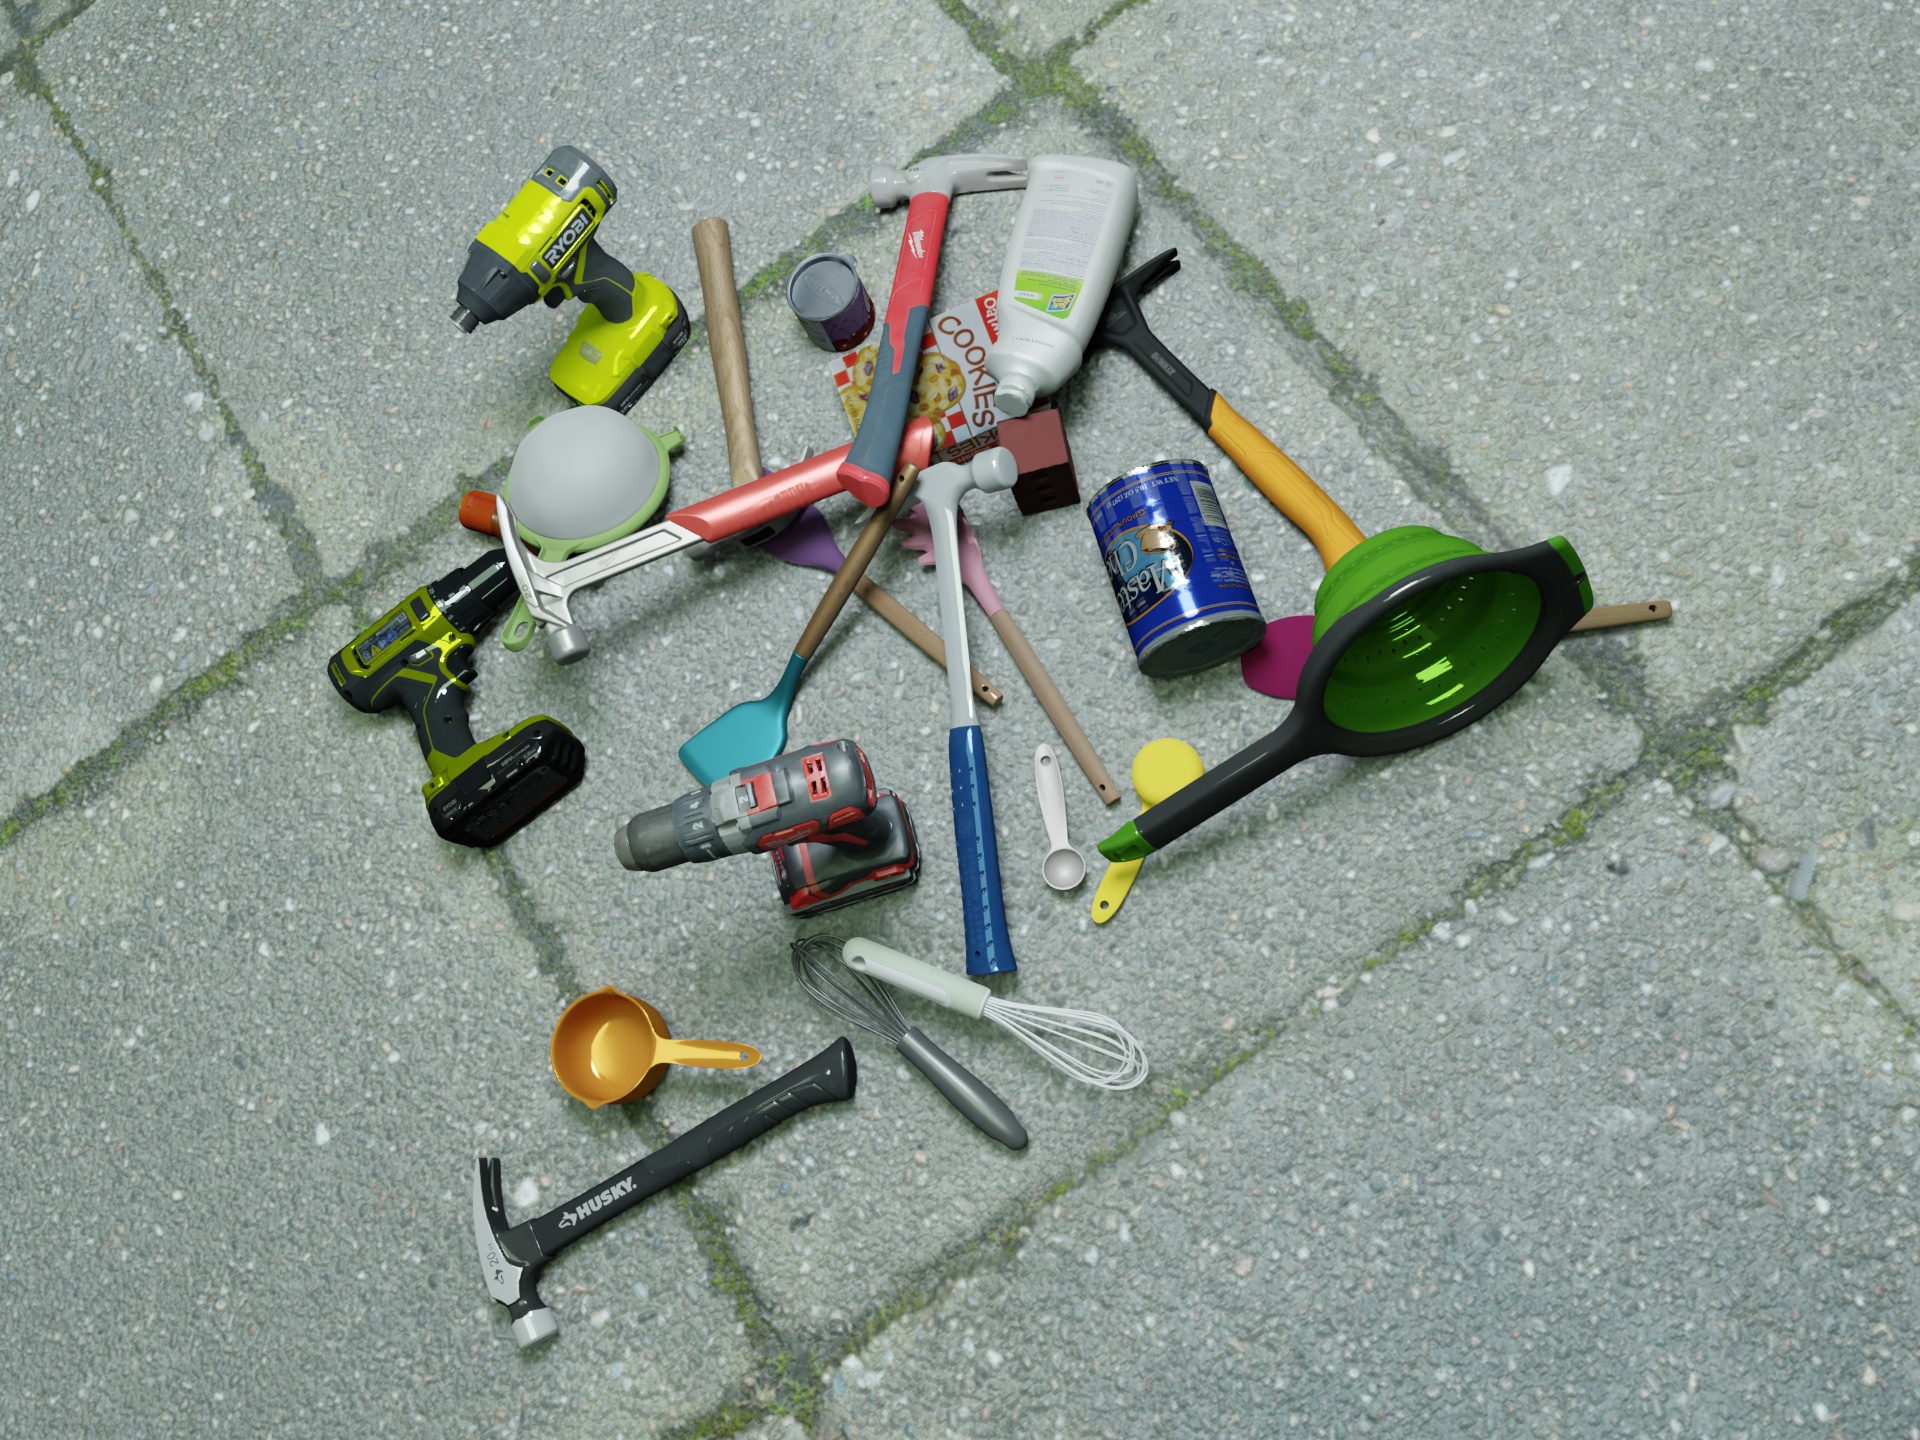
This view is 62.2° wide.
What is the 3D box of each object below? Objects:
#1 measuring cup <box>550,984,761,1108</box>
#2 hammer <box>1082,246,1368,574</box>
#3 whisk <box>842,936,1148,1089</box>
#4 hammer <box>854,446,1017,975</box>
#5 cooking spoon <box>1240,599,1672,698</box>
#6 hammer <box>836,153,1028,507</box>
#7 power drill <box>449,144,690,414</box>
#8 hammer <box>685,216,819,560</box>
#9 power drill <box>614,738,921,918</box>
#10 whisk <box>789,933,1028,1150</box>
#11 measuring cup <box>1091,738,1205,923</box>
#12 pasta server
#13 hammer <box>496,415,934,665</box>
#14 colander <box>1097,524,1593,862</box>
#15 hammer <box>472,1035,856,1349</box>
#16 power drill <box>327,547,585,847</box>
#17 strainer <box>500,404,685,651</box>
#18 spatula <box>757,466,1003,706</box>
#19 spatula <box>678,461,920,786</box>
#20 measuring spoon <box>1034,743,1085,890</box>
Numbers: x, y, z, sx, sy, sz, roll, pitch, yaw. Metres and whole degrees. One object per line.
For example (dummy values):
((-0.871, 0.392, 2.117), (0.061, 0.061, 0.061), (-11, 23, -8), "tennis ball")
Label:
((-0.233, 0.261, 1.253), (0.173, 0.052, 0.095), (1, 75, 12), "measuring cup")
((0.227, -0.241, 1.299), (0.127, 0.034, 0.337), (-39, 70, 1), "hammer")
((0.024, 0.216, 1.190), (0.246, 0.057, 0.059), (21, 36, 10), "whisk")
((-0.002, -0.004, 1.254), (0.144, 0.035, 0.406), (-12, 79, 33), "hammer")
((0.376, -0.065, 1.221), (0.319, 0.017, 0.069), (-7, 74, 12), "cooking spoon")
((-0.031, -0.336, 1.327), (0.143, 0.038, 0.387), (0, 57, 13), "hammer")
((-0.334, -0.361, 1.364), (0.080, 0.223, 0.171), (36, 85, 20), "power drill")
((-0.201, -0.307, 1.412), (0.130, 0.031, 0.332), (-17, 68, 16), "hammer")
((-0.135, 0.087, 1.185), (0.188, 0.226, 0.080), (-18, 71, 7), "power drill")
((-0.041, 0.245, 1.218), (0.239, 0.055, 0.055), (39, 86, 16), "whisk")
((0.138, 0.084, 1.226), (0.062, 0.029, 0.156), (24, 79, 18), "measuring cup")
((0.040, -0.065, 1.290), (0.060, 0.040, 0.316), (-40, 69, 26), "pasta server")
((-0.192, -0.178, 1.301), (0.359, 0.036, 0.149), (-23, 82, -4), "hammer")
((0.258, -0.029, 1.171), (0.397, 0.204, 0.095), (-34, 52, 14), "colander")
((-0.228, 0.340, 1.237), (0.335, 0.035, 0.146), (-31, 70, 3), "hammer")
((-0.420, -0.025, 1.367), (0.190, 0.080, 0.229), (-37, 67, 2), "power drill")
((-0.343, -0.179, 1.346), (0.151, 0.069, 0.257), (7, 58, 13), "strainer")
((-0.082, -0.110, 1.342), (0.316, 0.018, 0.060), (40, 89, 21), "spatula")
((-0.122, -0.074, 1.297), (0.082, 0.044, 0.317), (40, 108, 23), "spatula")
((0.076, 0.077, 1.255), (0.034, 0.018, 0.124), (-13, 65, 10), "measuring spoon")
